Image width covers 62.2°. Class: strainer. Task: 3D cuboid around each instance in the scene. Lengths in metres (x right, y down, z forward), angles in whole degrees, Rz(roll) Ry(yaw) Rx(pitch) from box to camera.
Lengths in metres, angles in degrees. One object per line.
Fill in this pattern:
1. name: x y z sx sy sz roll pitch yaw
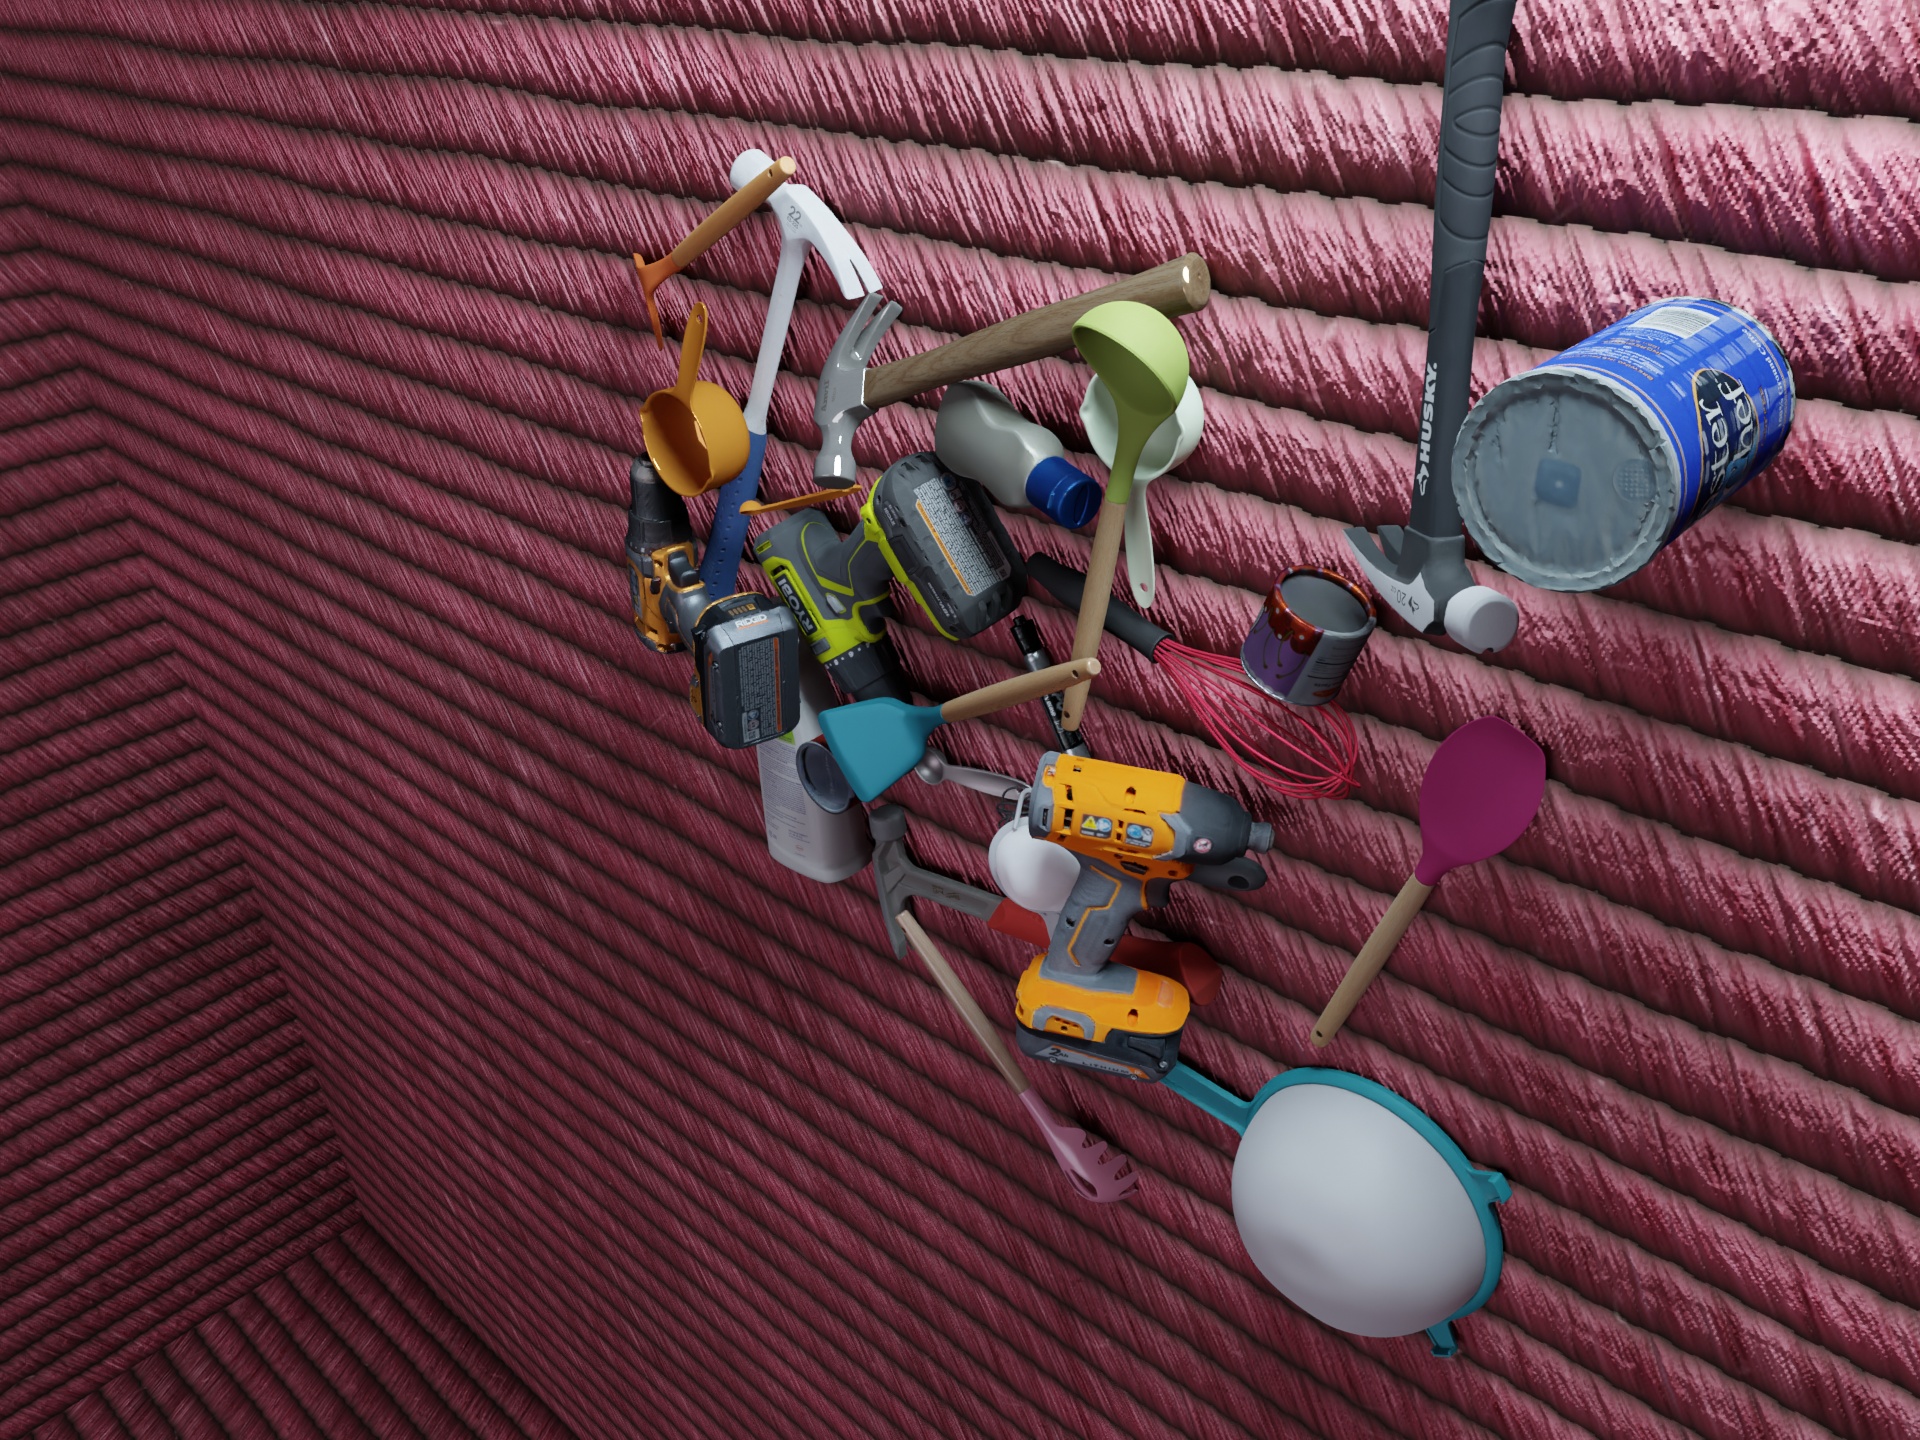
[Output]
1. strainer: 0.223 0.337 1.176 0.341 0.095 0.210 29 132 33
2. strainer: 0.076 0.171 1.214 0.087 0.050 0.258 -3 122 24

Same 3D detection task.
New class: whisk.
1. whisk: 0.148 -0.038 1.054 0.296 0.073 0.073 39 138 33
2. whisk: 0.121 0.090 1.178 0.239 0.055 0.055 12 122 39

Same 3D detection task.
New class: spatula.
1. spatula: -0.196 -0.361 1.209 0.323 0.041 0.081 -10 96 57
2. spatula: -0.002 -0.004 1.160 0.317 0.044 0.082 -18 101 57

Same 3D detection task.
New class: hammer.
1. hammer: 0.249 -0.213 0.811 0.146 0.035 0.334 -120 26 -67
2. hammer: -0.163 -0.243 1.286 0.144 0.035 0.405 45 140 20
3. hammer: 0.059 0.174 1.304 0.359 0.037 0.149 14 123 44
4. hammer: 0.021 -0.247 1.050 0.331 0.031 0.130 -8 75 43

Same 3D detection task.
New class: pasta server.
1. pasta server: 0.044 0.292 1.374 0.316 0.040 0.060 55 142 0

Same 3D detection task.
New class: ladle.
1. ladle: 0.086 -0.114 1.006 0.078 0.062 0.320 37 137 31

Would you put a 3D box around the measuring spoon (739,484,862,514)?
1. measuring spoon: -0.129 -0.180 1.279 0.117 0.021 0.011 -7 84 29

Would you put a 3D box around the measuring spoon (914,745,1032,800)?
1. measuring spoon: 0.013 0.044 1.294 0.124 0.018 0.034 14 123 35

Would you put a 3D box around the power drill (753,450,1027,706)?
1. power drill: -0.053 -0.095 1.227 0.228 0.080 0.190 -22 100 54

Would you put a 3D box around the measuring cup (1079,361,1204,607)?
1. measuring cup: 0.123 -0.154 1.023 0.083 0.038 0.167 20 129 40

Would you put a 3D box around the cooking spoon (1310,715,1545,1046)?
1. cooking spoon: 0.289 0.117 1.024 0.069 0.017 0.318 42 138 24

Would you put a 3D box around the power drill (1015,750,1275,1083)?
1. power drill: 0.122 0.137 1.107 0.164 0.084 0.226 10 117 10

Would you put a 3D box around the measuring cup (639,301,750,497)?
1. measuring cup: -0.198 -0.257 1.248 0.095 0.052 0.173 43 137 22

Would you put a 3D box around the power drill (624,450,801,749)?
1. power drill: -0.216 -0.104 1.321 0.226 0.084 0.185 45 144 42
